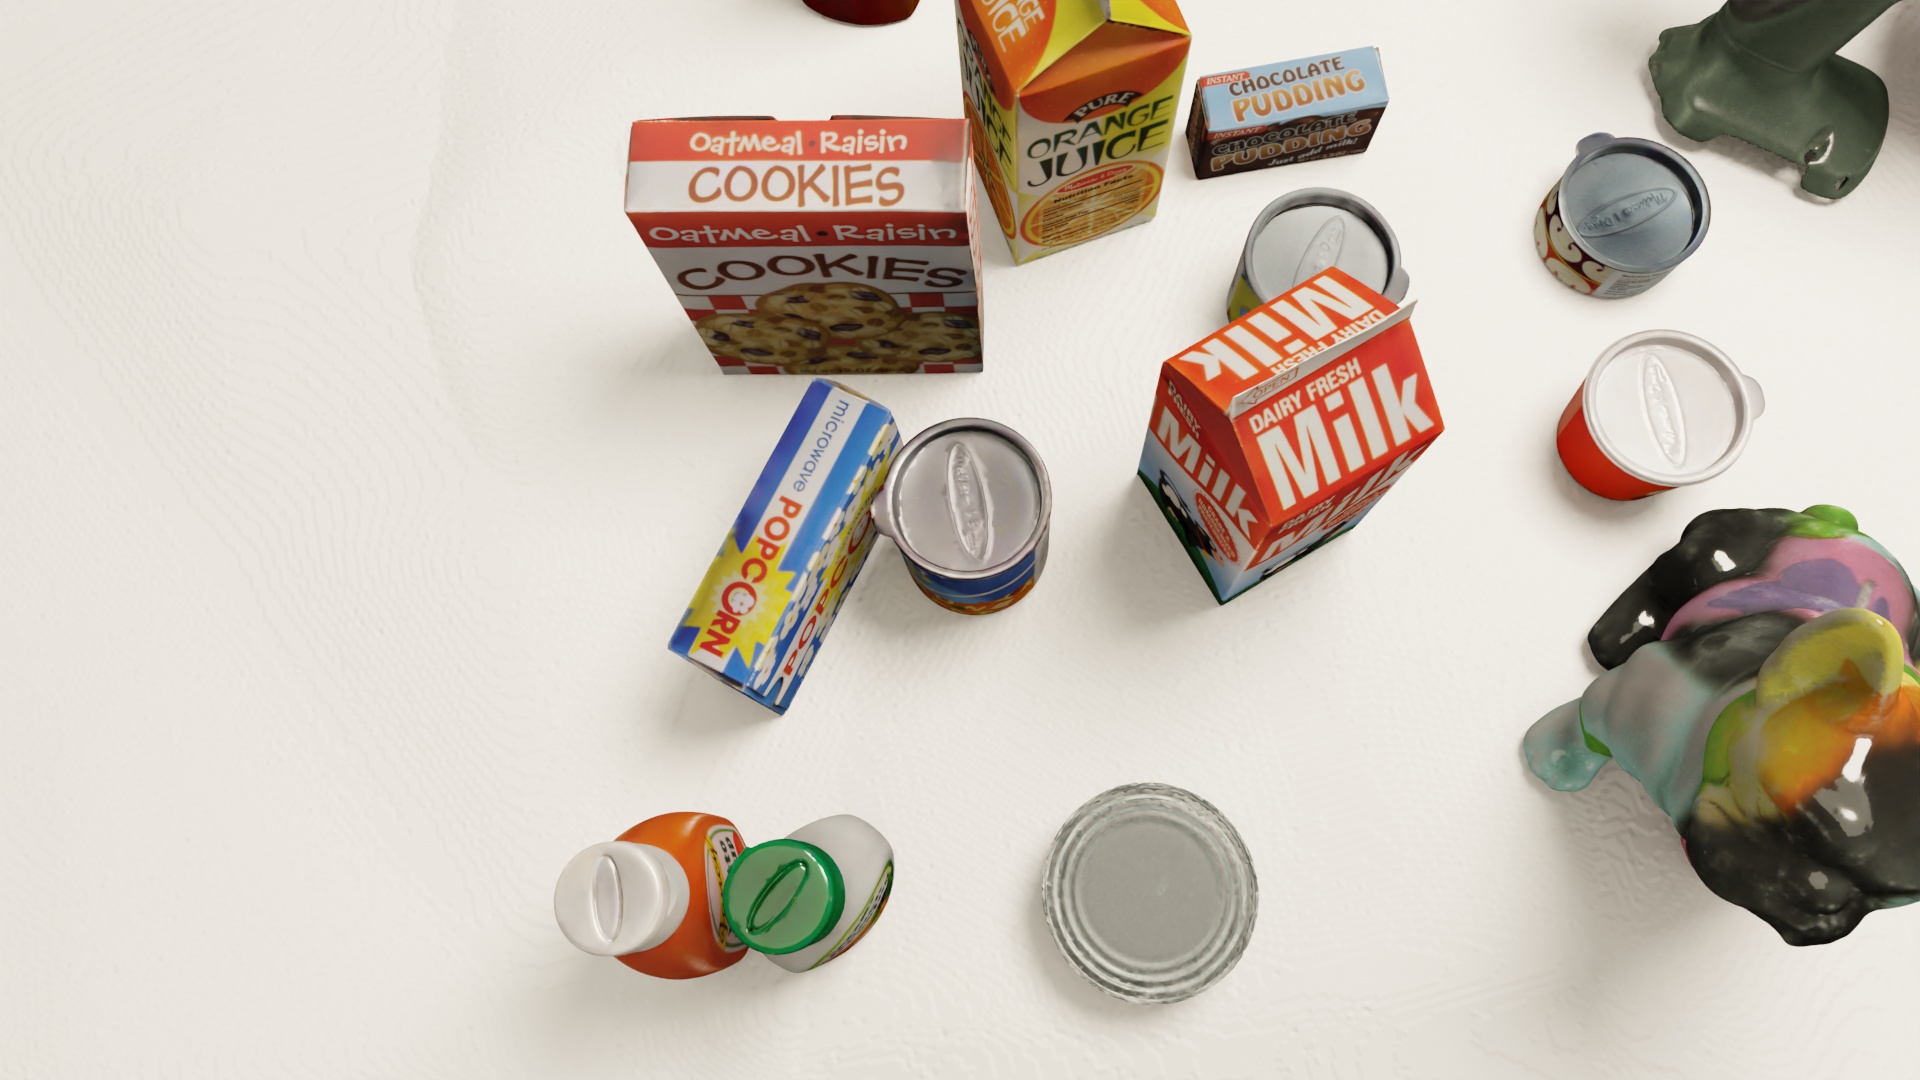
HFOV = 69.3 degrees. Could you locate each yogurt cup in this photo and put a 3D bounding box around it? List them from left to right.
[{"bbox_3d":[0.292,-0.050,0.593,0.072,0.054,0.072,-1,76,3],"label":"yogurt cup"}]

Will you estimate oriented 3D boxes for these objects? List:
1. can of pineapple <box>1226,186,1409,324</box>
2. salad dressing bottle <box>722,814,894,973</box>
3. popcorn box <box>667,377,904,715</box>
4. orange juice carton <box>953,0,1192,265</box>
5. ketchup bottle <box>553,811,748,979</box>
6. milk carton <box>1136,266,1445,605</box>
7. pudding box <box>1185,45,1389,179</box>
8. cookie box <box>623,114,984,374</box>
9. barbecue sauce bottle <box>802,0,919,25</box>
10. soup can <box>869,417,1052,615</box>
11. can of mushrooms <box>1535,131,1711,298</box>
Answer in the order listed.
[{"bbox_3d":[0.155,-0.112,0.613,0.071,0.057,0.071,-1,76,3],"label":"can of pineapple"},{"bbox_3d":[-0.056,0.131,0.516,0.044,0.147,0.064,37,81,10],"label":"salad dressing bottle"},{"bbox_3d":[-0.067,0.005,0.580,0.038,0.085,0.127,25,79,8],"label":"popcorn box"},{"bbox_3d":[0.043,-0.193,0.569,0.073,0.192,0.072,-20,76,-2],"label":"orange juice carton"},{"bbox_3d":[-0.111,0.133,0.518,0.043,0.148,0.065,-9,76,1],"label":"ketchup bottle"},{"bbox_3d":[0.121,-0.039,0.528,0.072,0.190,0.073,-29,77,-4],"label":"milk carton"},{"bbox_3d":[0.149,-0.196,0.639,0.084,0.049,0.030,-9,76,0],"label":"pudding box"},{"bbox_3d":[-0.054,-0.115,0.567,0.123,0.167,0.040,0,77,3],"label":"cookie box"},{"bbox_3d":[-0.052,-0.292,0.621,0.065,0.148,0.044,9,77,5],"label":"barbecue sauce bottle"},{"bbox_3d":[0.002,-0.007,0.581,0.071,0.083,0.071,-1,76,3],"label":"soup can"},{"bbox_3d":[0.297,-0.147,0.628,0.071,0.033,0.071,-1,76,3],"label":"can of mushrooms"}]
